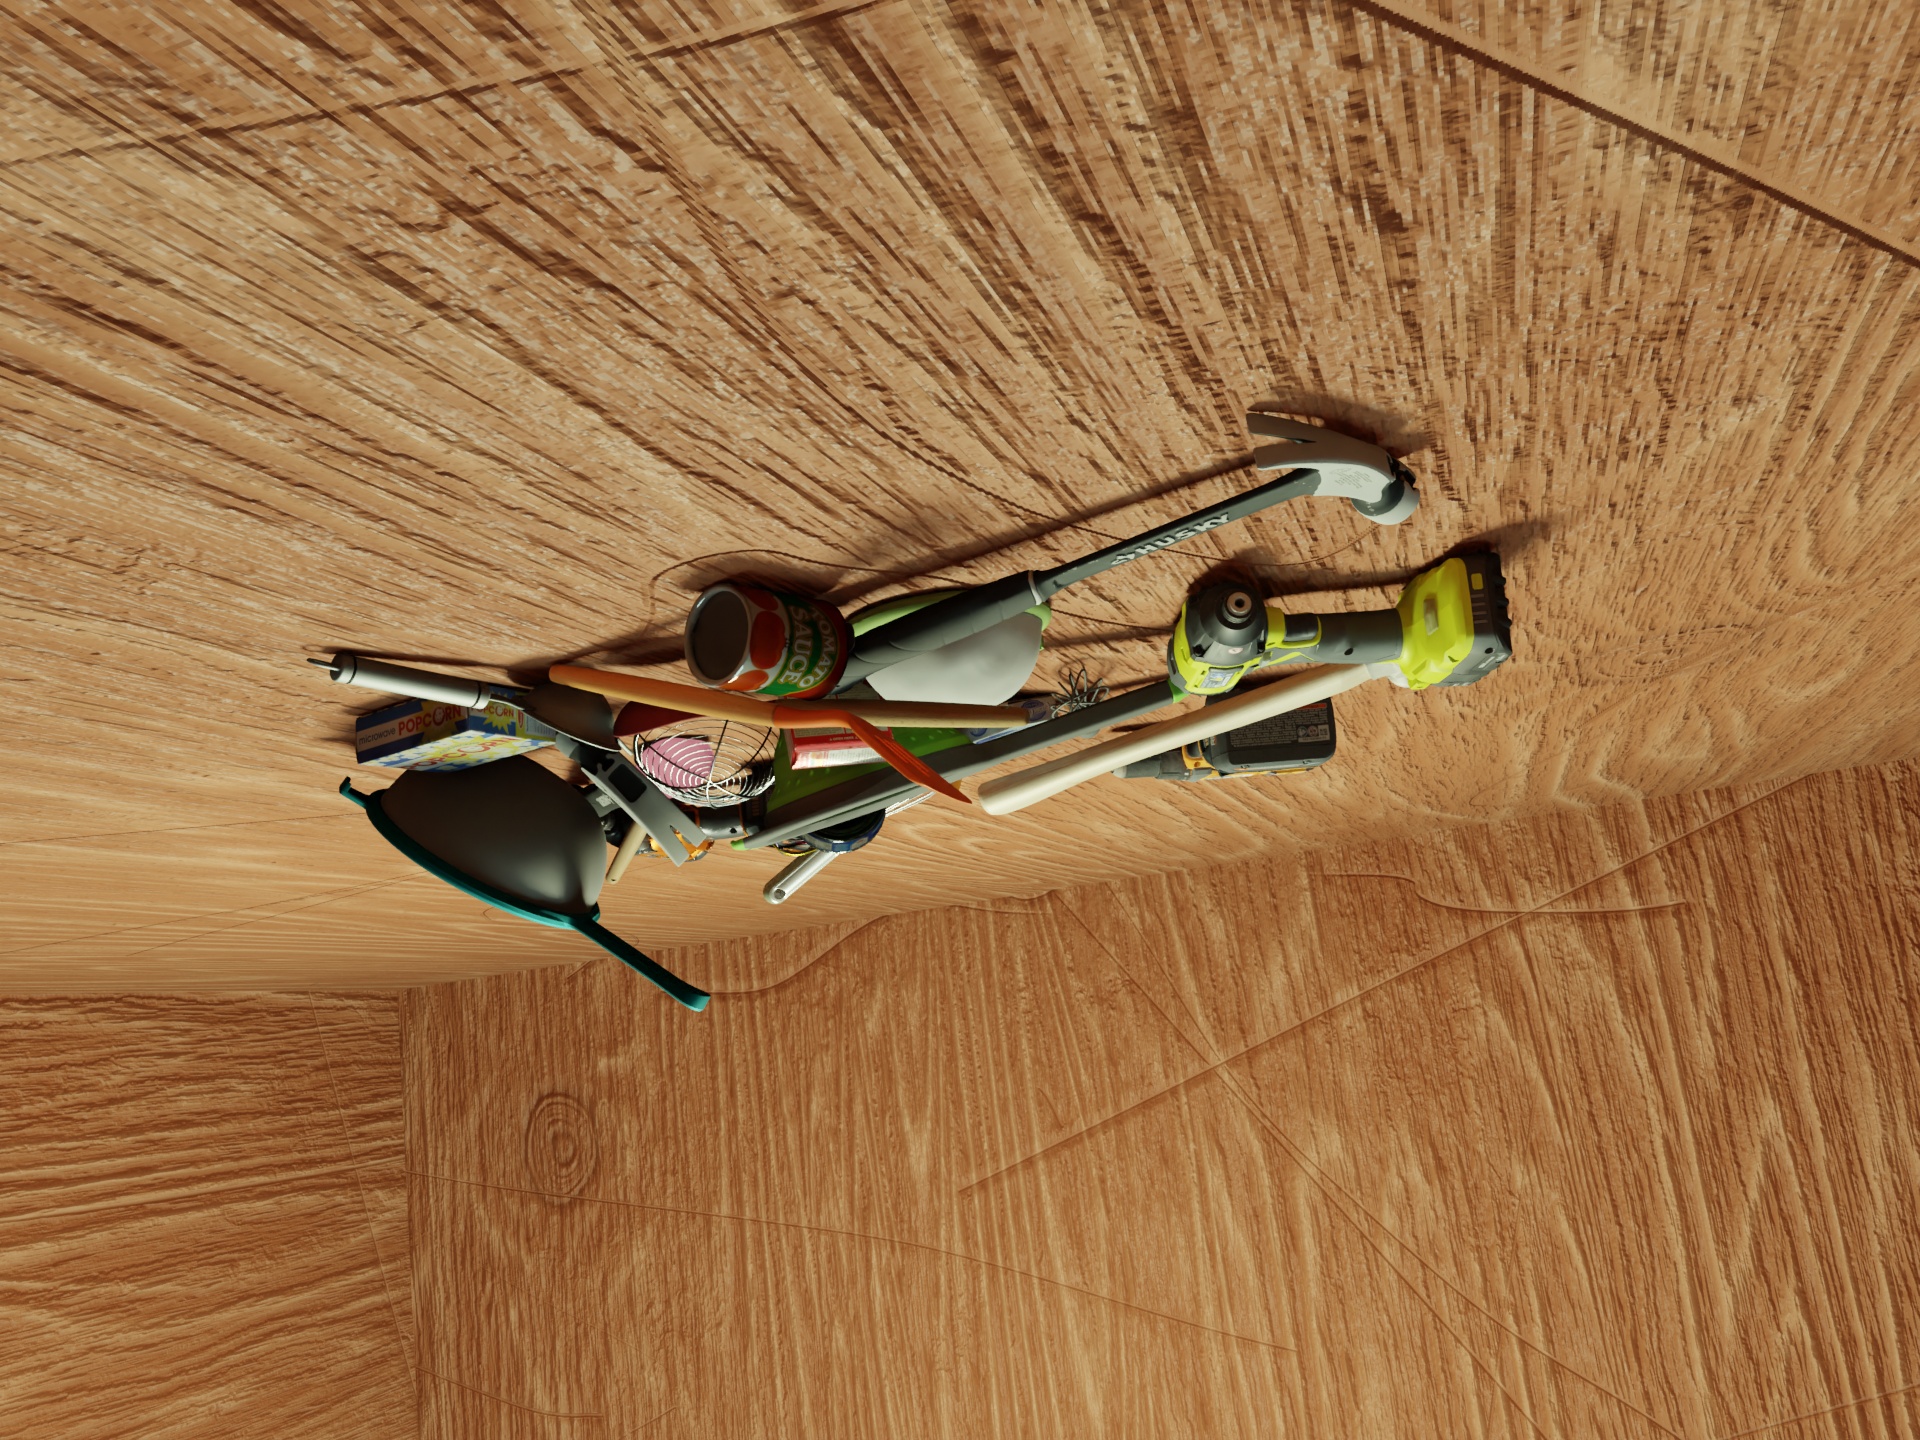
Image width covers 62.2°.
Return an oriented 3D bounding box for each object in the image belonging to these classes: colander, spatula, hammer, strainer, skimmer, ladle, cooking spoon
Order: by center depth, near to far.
[{"bbox_3d":[0.057,-0.086,0.955,0.409,0.036,0.149,-19,162,33],"label":"hammer"},{"bbox_3d":[-0.143,0.002,1.048,0.323,0.041,0.081,11,173,24],"label":"spatula"},{"bbox_3d":[-0.102,-0.005,1.083,0.315,0.031,0.069,1,-158,23],"label":"ladle"},{"bbox_3d":[-0.325,-0.018,1.100,0.258,0.050,0.087,13,-168,-46],"label":"strainer"},{"bbox_3d":[-0.058,-0.031,1.120,0.256,0.069,0.151,-9,168,3],"label":"strainer"},{"bbox_3d":[-0.002,-0.004,1.255,0.397,0.094,0.204,-19,176,1],"label":"colander"},{"bbox_3d":[-0.320,0.110,1.293,0.340,0.095,0.211,30,-179,20],"label":"strainer"},{"bbox_3d":[0.198,0.005,1.391,0.410,0.038,0.146,-21,164,21],"label":"hammer"},{"bbox_3d":[-0.314,0.072,1.413,0.035,0.146,0.335,-48,-170,-18],"label":"hammer"},{"bbox_3d":[-0.176,0.025,1.427,0.127,0.090,0.363,-17,177,12],"label":"skimmer"},{"bbox_3d":[-0.301,0.090,1.525,0.068,0.017,0.318,7,149,-23],"label":"cooking spoon"}]

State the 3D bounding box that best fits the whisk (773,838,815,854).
[{"bbox_3d":[-0.067,0.059,1.492,0.245,0.047,0.051,-25,165,-10],"label":"whisk"}]

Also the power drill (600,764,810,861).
[{"bbox_3d":[-0.254,0.100,1.625,0.226,0.084,0.164,-9,167,27],"label":"power drill"}]

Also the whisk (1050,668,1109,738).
[{"bbox_3d":[0.109,-0.007,1.415,0.055,0.055,0.239,-8,173,5],"label":"whisk"}]

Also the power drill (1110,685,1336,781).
[{"bbox_3d":[0.250,0.021,1.554,0.185,0.084,0.226,-4,173,-7],"label":"power drill"}]

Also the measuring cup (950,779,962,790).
[{"bbox_3d":[-0.066,0.021,1.450,0.174,0.052,0.095,16,176,42],"label":"measuring cup"}]

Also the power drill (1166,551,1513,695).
[{"bbox_3d":[0.269,-0.066,1.142,0.223,0.080,0.171,-4,169,-1],"label":"power drill"}]

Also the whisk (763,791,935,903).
[{"bbox_3d":[-0.100,0.100,1.558,0.246,0.059,0.057,-40,118,9],"label":"whisk"}]
